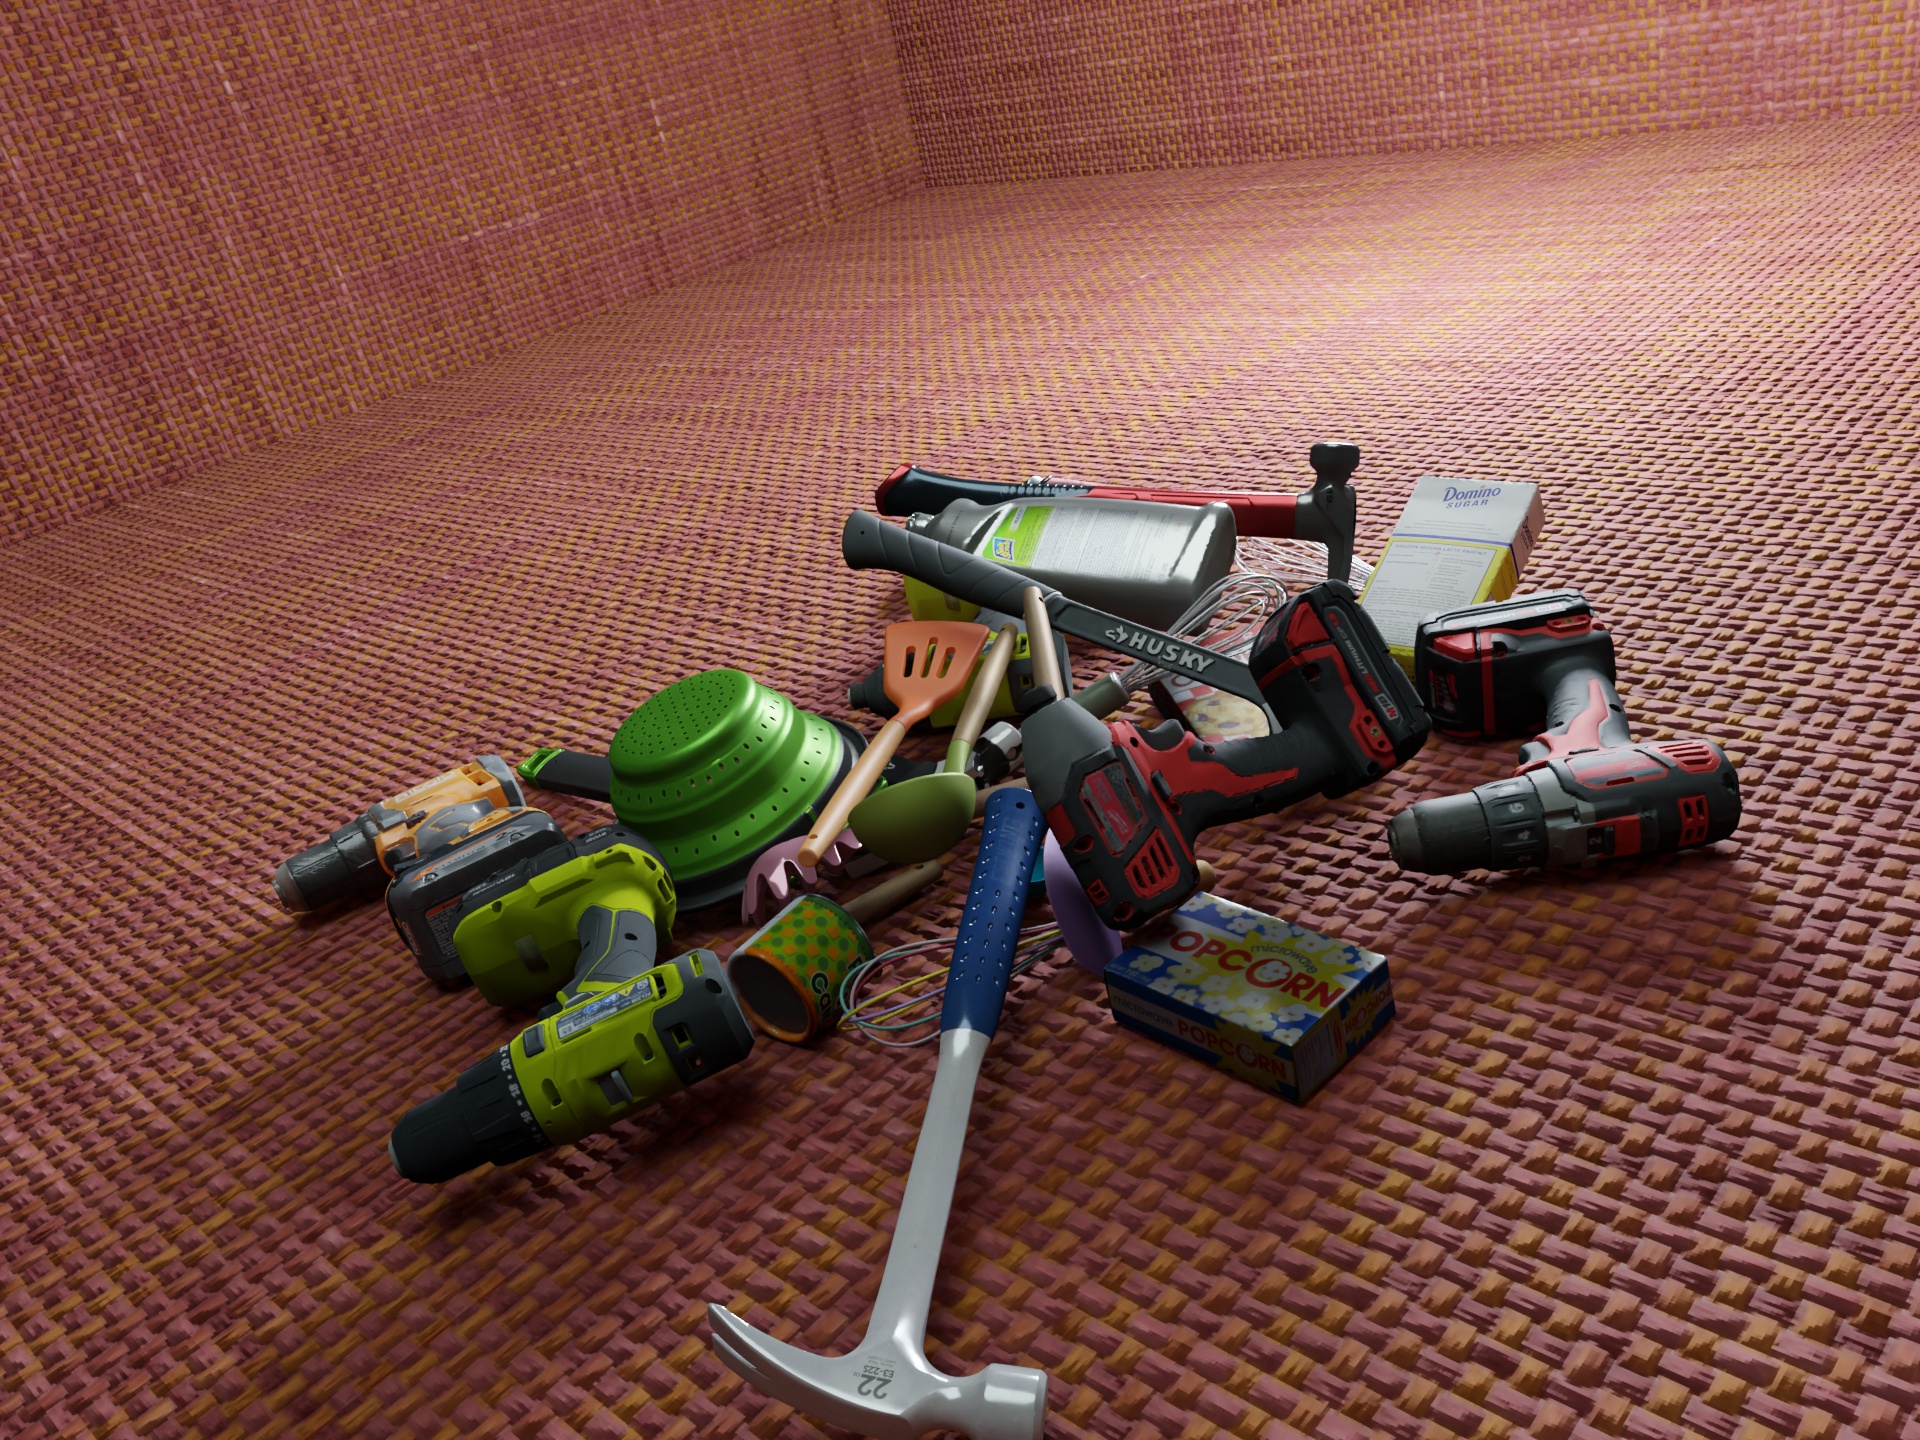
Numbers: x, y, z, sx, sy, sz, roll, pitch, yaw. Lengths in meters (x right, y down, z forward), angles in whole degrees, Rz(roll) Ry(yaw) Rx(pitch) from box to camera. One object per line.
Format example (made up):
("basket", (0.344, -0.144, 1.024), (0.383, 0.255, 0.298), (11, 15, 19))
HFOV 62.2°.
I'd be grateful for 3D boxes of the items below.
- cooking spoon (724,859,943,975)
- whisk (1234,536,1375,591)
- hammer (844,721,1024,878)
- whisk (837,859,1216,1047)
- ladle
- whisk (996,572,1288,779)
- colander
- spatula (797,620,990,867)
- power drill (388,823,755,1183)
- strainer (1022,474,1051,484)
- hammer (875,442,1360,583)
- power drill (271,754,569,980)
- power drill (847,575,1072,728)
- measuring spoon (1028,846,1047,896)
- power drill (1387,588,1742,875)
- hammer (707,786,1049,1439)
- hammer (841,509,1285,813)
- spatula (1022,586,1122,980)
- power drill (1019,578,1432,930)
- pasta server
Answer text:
("cooking spoon", (-0.142, 0.161, 0.960), (0.319, 0.017, 0.069), (-28, 24, -25))
("whisk", (0.309, -0.117, 1.253), (0.070, 0.070, 0.285), (-26, 35, -24))
("hammer", (-0.103, 0.023, 1.180), (0.146, 0.035, 0.335), (-38, 31, -23))
("whisk", (0.040, 0.129, 0.917), (0.245, 0.047, 0.051), (-19, 39, -20))
("ladle", (-0.002, -0.003, 1.050), (0.078, 0.062, 0.320), (-28, 18, 25))
("whisk", (0.118, -0.027, 1.104), (0.246, 0.059, 0.058), (-32, 44, 13))
("colander", (-0.228, 0.024, 1.144), (0.397, 0.094, 0.204), (7, 43, 45))
("spatula", (-0.051, 0.008, 1.052), (0.081, 0.041, 0.323), (2, 24, 14))
("power drill", (-0.230, 0.160, 0.907), (0.190, 0.080, 0.229), (-25, 26, -8))
("strainer", (0.015, -0.166, 1.413), (0.087, 0.050, 0.258), (-38, 5, -30))
("hammer", (0.115, -0.153, 1.266), (0.386, 0.143, 0.038), (5, 4, 19))
("power drill", (-0.377, 0.104, 1.117), (0.185, 0.084, 0.226), (-27, 25, -23))
("power drill", (0.005, -0.073, 1.287), (0.171, 0.080, 0.223), (-7, 30, 10))
("measuring spoon", (0.086, 0.099, 0.984), (0.128, 0.021, 0.042), (2, 28, 10))
("power drill", (0.337, 0.014, 0.964), (0.188, 0.080, 0.227), (-11, 30, 6))
("hammer", (-0.005, 0.166, 0.796), (0.144, 0.035, 0.406), (6, 35, 8))
("hammer", (0.074, -0.077, 1.090), (0.409, 0.036, 0.149), (24, 81, 33))
("spatula", (0.060, 0.024, 0.968), (0.018, 0.059, 0.316), (-39, 37, 28))
("power drill", (0.142, 0.011, 0.904), (0.219, 0.143, 0.078), (-26, -10, -19))
("pasta server", (-0.001, 0.066, 1.029), (0.316, 0.040, 0.060), (-15, -18, -28))
